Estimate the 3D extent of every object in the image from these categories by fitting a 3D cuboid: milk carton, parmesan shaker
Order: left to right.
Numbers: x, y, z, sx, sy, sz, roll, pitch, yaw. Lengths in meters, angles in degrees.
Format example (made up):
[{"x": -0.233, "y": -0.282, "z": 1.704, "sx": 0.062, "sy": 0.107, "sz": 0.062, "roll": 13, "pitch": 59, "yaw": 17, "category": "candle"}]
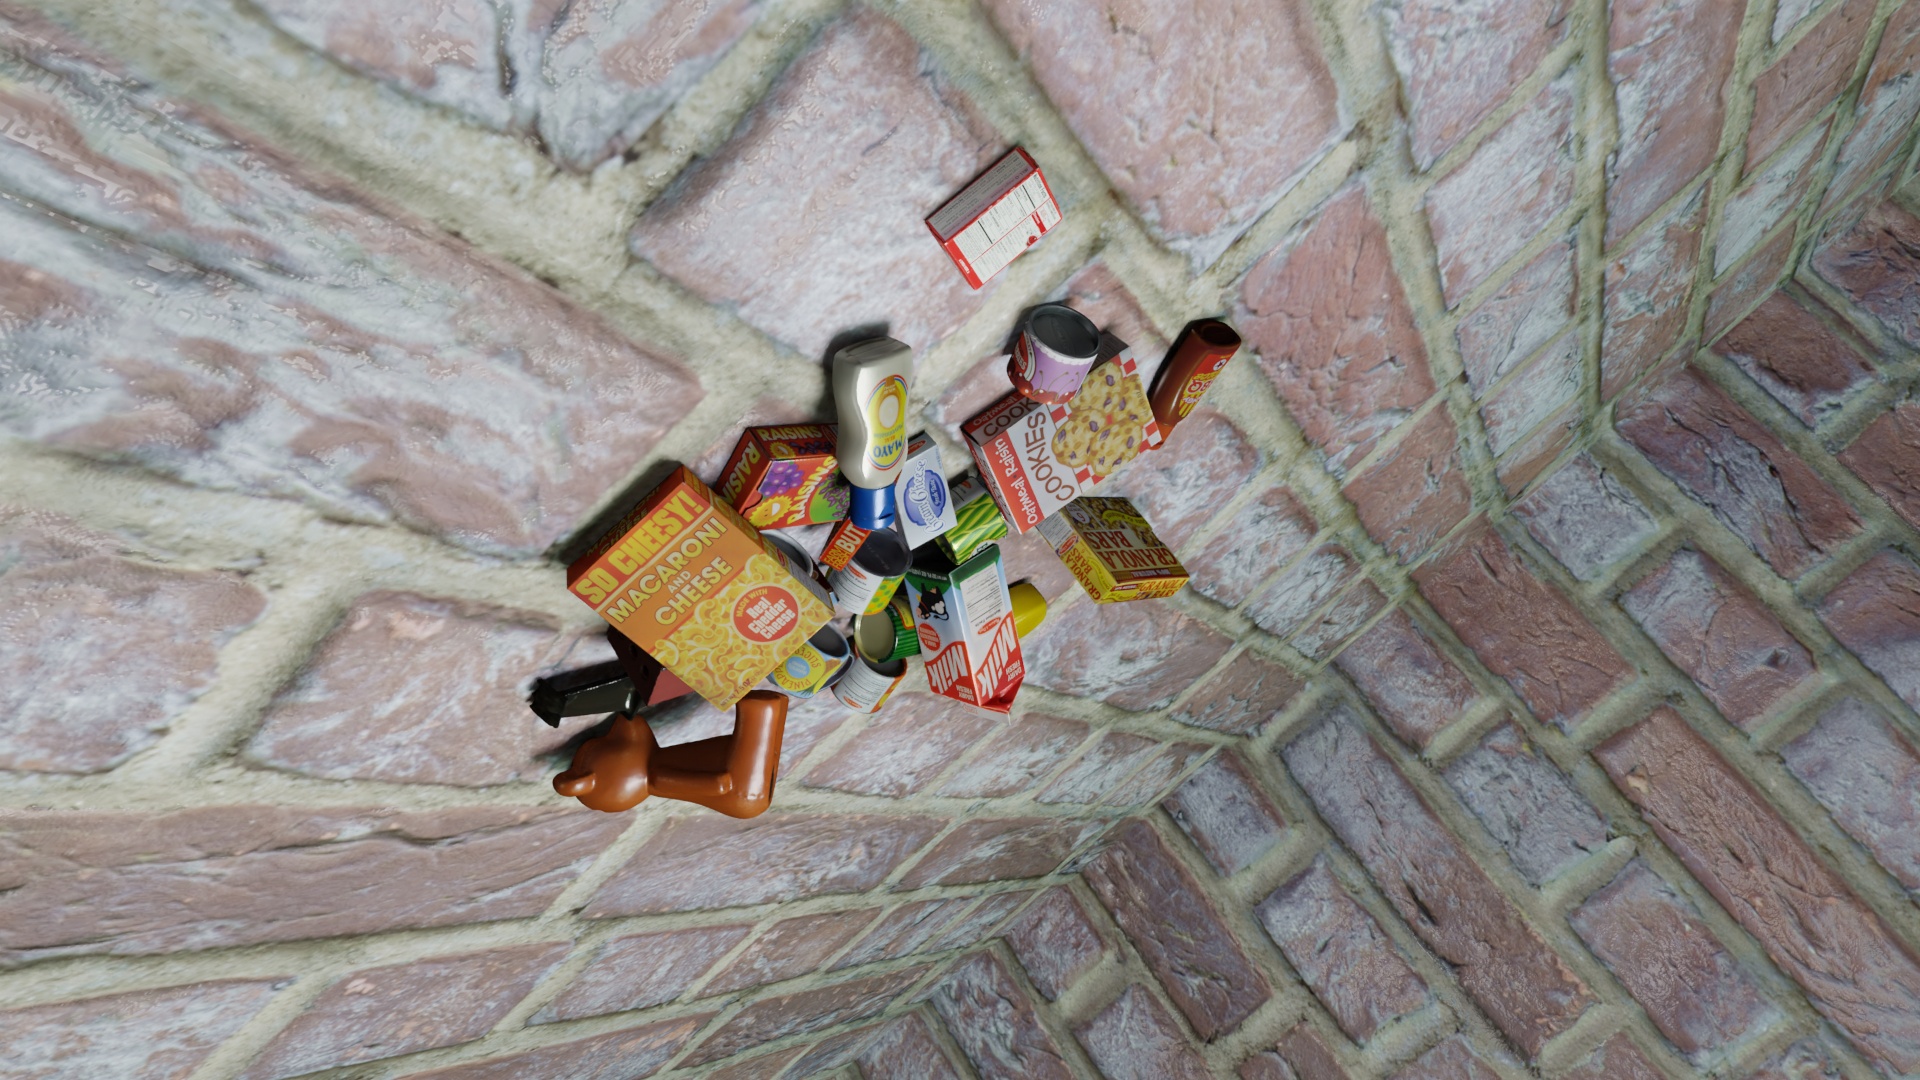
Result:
[{"x": -0.050, "y": 0.088, "z": 1.434, "sx": 0.103, "sy": 0.071, "sz": 0.071, "roll": -10, "pitch": 144, "yaw": -47, "category": "parmesan shaker"}, {"x": 0.008, "y": 0.098, "z": 1.398, "sx": 0.074, "sy": 0.072, "sz": 0.189, "roll": -31, "pitch": 118, "yaw": -38, "category": "milk carton"}]

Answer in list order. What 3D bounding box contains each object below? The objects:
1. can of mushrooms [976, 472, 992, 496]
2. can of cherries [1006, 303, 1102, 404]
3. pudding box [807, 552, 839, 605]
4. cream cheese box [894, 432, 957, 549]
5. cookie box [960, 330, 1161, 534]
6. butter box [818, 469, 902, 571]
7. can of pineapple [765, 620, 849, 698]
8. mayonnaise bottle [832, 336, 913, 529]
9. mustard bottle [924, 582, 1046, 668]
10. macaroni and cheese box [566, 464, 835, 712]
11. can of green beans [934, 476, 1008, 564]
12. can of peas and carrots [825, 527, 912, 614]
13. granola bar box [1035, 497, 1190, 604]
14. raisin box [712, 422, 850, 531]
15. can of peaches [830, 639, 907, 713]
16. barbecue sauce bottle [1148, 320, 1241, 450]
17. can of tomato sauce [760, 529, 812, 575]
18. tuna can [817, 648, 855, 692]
[{"x": 0.051, "y": -0.058, "z": 1.359, "sx": 0.071, "sy": 0.033, "sz": 0.070, "roll": -30, "pitch": 155, "yaw": -16, "category": "can of mushrooms"}, {"x": 0.077, "y": -0.158, "z": 1.178, "sx": 0.072, "sy": 0.071, "sz": 0.058, "roll": -19, "pitch": 151, "yaw": -35, "category": "can of cherries"}, {"x": -0.158, "y": 0.054, "z": 1.251, "sx": 0.084, "sy": 0.050, "sz": 0.030, "roll": -32, "pitch": 157, "yaw": -10, "category": "pudding box"}, {"x": -0.038, "y": -0.043, "z": 1.241, "sx": 0.053, "sy": 0.024, "sz": 0.103, "roll": -29, "pitch": 137, "yaw": -14, "category": "cream cheese box"}, {"x": 0.095, "y": -0.099, "z": 1.291, "sx": 0.168, "sy": 0.040, "sz": 0.122, "roll": -34, "pitch": 134, "yaw": -8, "category": "cookie box"}, {"x": -0.086, "y": -0.022, "z": 1.196, "sx": 0.103, "sy": 0.024, "sz": 0.053, "roll": -50, "pitch": -165, "yaw": 45, "category": "butter box"}, {"x": -0.150, "y": 0.111, "z": 1.341, "sx": 0.057, "sy": 0.071, "sz": 0.071, "roll": -48, "pitch": 154, "yaw": 21, "category": "can of pineapple"}, {"x": -0.068, "y": -0.080, "z": 1.077, "sx": 0.065, "sy": 0.041, "sz": 0.147, "roll": -25, "pitch": 129, "yaw": -39, "category": "mayonnaise bottle"}, {"x": 0.024, "y": 0.105, "z": 1.596, "sx": 0.161, "sy": 0.049, "sz": 0.065, "roll": -26, "pitch": 153, "yaw": -22, "category": "mustard bottle"}, {"x": -0.199, "y": 0.039, "z": 1.070, "sx": 0.123, "sy": 0.040, "sz": 0.166, "roll": -41, "pitch": 119, "yaw": 7, "category": "macaroni and cheese box"}, {"x": 0.004, "y": -0.019, "z": 1.323, "sx": 0.058, "sy": 0.071, "sz": 0.071, "roll": -33, "pitch": 156, "yaw": -10, "category": "can of green beans"}, {"x": -0.084, "y": 0.025, "z": 1.283, "sx": 0.071, "sy": 0.071, "sz": 0.058, "roll": -15, "pitch": 149, "yaw": -41, "category": "can of peas and carrots"}, {"x": 0.168, "y": 0.009, "z": 1.530, "sx": 0.166, "sy": 0.124, "sz": 0.039, "roll": -2, "pitch": 139, "yaw": -53, "category": "granola bar box"}, {"x": -0.131, "y": -0.050, "z": 1.113, "sx": 0.124, "sy": 0.040, "sz": 0.085, "roll": -8, "pitch": 144, "yaw": -47, "category": "raisin box"}, {"x": -0.097, "y": 0.138, "z": 1.472, "sx": 0.071, "sy": 0.071, "sz": 0.057, "roll": -8, "pitch": 142, "yaw": -49, "category": "can of peaches"}, {"x": 0.224, "y": -0.155, "z": 1.412, "sx": 0.065, "sy": 0.044, "sz": 0.147, "roll": -16, "pitch": 149, "yaw": -42, "category": "barbecue sauce bottle"}, {"x": -0.175, "y": 0.039, "z": 1.182, "sx": 0.071, "sy": 0.071, "sz": 0.082, "roll": -5, "pitch": 140, "yaw": -50, "category": "can of tomato sauce"}, {"x": -0.145, "y": 0.124, "z": 1.416, "sx": 0.071, "sy": 0.033, "sz": 0.070, "roll": -31, "pitch": 155, "yaw": -16, "category": "tuna can"}]
